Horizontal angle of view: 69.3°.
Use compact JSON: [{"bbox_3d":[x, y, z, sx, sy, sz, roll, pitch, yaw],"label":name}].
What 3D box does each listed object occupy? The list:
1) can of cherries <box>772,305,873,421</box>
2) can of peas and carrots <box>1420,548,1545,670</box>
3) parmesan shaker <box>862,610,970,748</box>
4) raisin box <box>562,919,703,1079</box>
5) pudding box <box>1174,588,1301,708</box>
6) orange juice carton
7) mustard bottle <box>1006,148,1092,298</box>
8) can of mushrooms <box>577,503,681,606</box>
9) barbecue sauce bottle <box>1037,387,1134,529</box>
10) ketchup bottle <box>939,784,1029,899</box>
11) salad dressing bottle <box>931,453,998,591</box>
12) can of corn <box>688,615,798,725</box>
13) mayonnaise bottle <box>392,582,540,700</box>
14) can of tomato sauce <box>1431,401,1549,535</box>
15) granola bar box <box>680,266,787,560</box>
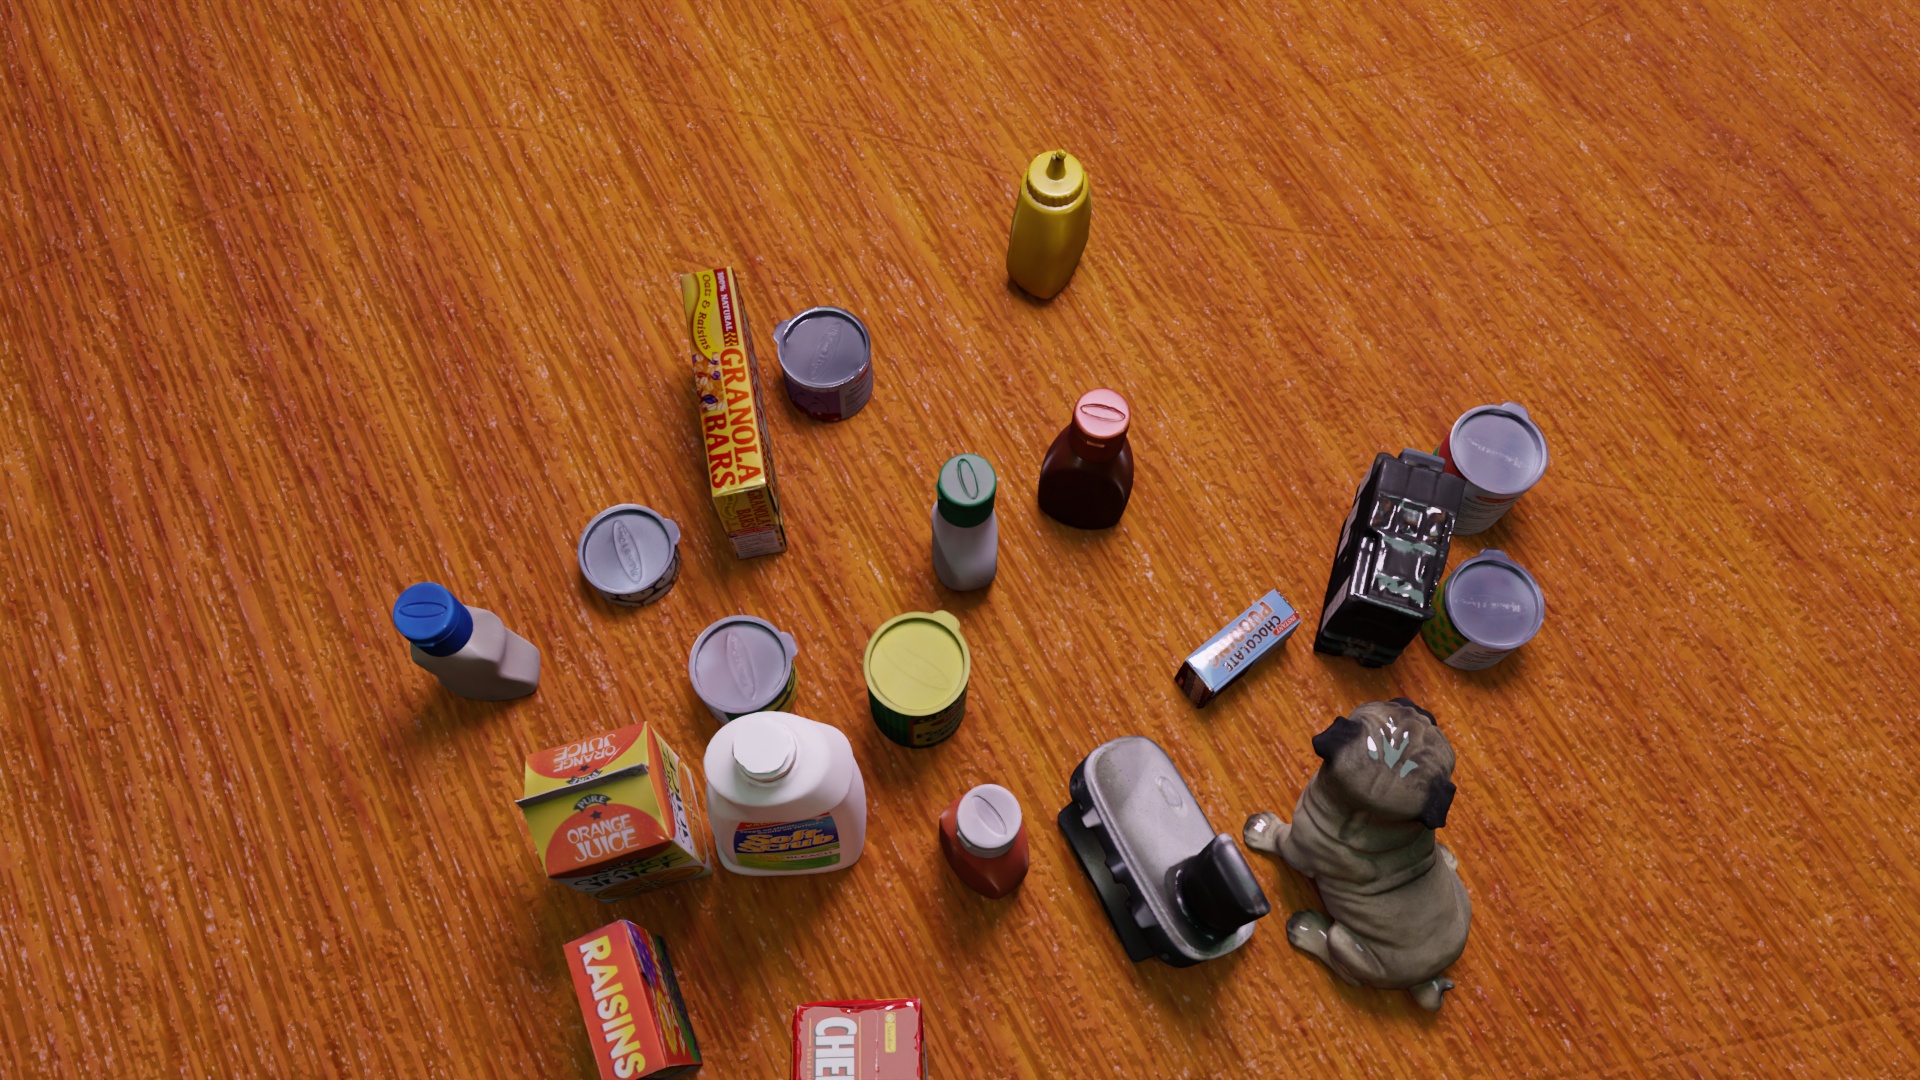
[{"bbox_3d":[-0.099,-0.129,1.010,0.071,0.058,0.072,0,69,-1],"label":"can of cherries"},{"bbox_3d":[0.354,0.048,0.949,0.071,0.058,0.071,0,69,-1],"label":"can of peas and carrots"},{"bbox_3d":[-0.026,0.091,0.903,0.071,0.102,0.071,0,69,-1],"label":"parmesan shaker"},{"bbox_3d":[-0.190,0.276,0.818,0.040,0.123,0.086,-20,71,-8],"label":"raisin box"},{"bbox_3d":[0.188,0.074,0.941,0.084,0.049,0.030,-36,74,-13],"label":"pudding box"},{"bbox_3d":[-0.203,0.162,0.825,0.072,0.192,0.073,-15,70,-6],"label":"orange juice carton"},{"bbox_3d":[0.066,-0.237,0.999,0.049,0.159,0.065,31,72,10],"label":"mustard bottle"},{"bbox_3d":[-0.227,0.010,0.968,0.071,0.033,0.071,0,69,-1],"label":"can of mushrooms"},{"bbox_3d":[0.088,-0.054,0.936,0.065,0.148,0.044,14,70,4],"label":"barbecue sauce bottle"},{"bbox_3d":[0.015,0.180,0.845,0.043,0.148,0.065,-38,74,-13],"label":"ketchup bottle"},{"bbox_3d":[0.003,-0.012,0.919,0.044,0.147,0.064,-14,70,-6],"label":"salad dressing bottle"},{"bbox_3d":[-0.141,0.089,0.926,0.071,0.058,0.071,0,69,-1],"label":"can of corn"},{"bbox_3d":[-0.316,0.066,0.884,0.065,0.147,0.041,-1,70,-1],"label":"mayonnaise bottle"},{"bbox_3d":[0.363,-0.050,0.973,0.071,0.082,0.071,0,69,-1],"label":"can of tomato sauce"},{"bbox_3d":[-0.155,-0.085,0.957,0.039,0.123,0.166,-10,70,-5],"label":"granola bar box"}]
